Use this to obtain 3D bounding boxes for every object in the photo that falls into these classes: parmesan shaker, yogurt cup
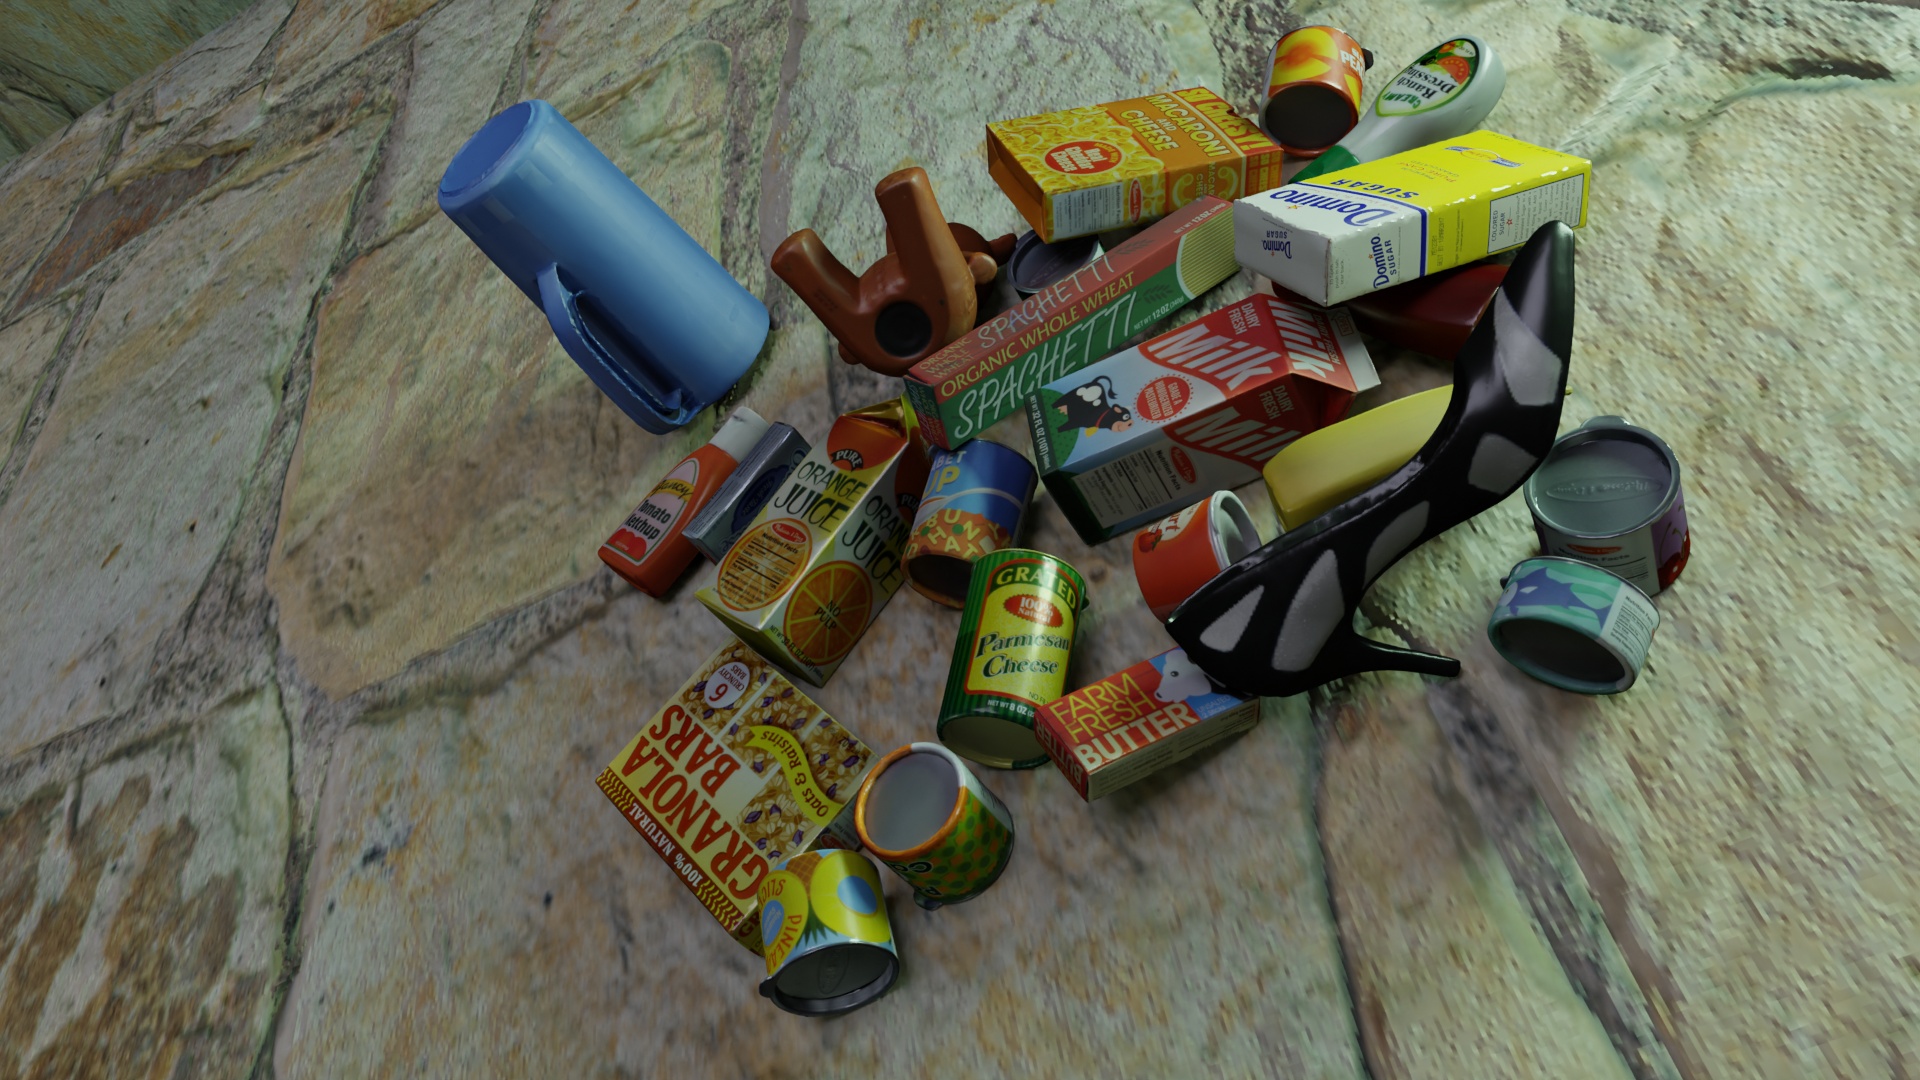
[{"bbox_3d":[0.031,0.066,0.761,0.071,0.071,0.103,-7,52,28],"label":"parmesan shaker"},{"bbox_3d":[0.128,0.013,0.744,0.054,0.072,0.073,-20,46,28],"label":"yogurt cup"}]

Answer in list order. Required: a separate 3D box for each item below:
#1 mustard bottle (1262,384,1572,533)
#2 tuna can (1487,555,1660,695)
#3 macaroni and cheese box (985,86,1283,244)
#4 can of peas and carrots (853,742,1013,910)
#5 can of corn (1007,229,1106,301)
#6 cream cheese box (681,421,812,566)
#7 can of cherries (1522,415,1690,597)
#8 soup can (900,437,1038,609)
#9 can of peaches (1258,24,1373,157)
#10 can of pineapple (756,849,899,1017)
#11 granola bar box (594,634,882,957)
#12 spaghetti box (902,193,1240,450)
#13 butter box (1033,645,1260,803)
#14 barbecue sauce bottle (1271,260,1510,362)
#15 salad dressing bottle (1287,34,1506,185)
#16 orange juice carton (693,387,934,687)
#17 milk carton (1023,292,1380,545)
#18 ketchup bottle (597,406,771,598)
[{"bbox_3d":[0.240,-0.047,0.724,0.160,0.065,0.049,-24,51,6],"label":"mustard bottle"},{"bbox_3d":[0.273,0.039,0.627,0.071,0.071,0.033,15,65,40],"label":"tuna can"},{"bbox_3d":[0.115,-0.258,0.941,0.167,0.040,0.124,-14,40,-11],"label":"macaroni and cheese box"},{"bbox_3d":[-0.015,0.149,0.724,0.071,0.058,0.071,-18,47,20],"label":"can of peas and carrots"},{"bbox_3d":[0.072,-0.173,0.937,0.071,0.058,0.071,-17,47,20],"label":"can of corn"},{"bbox_3d":[-0.138,-0.027,0.952,0.024,0.053,0.104,23,69,44],"label":"cream cheese box"},{"bbox_3d":[0.307,-0.014,0.655,0.071,0.058,0.072,-18,47,21],"label":"can of cherries"},{"bbox_3d":[0.003,-0.010,0.837,0.071,0.071,0.084,-3,53,31],"label":"soup can"},{"bbox_3d":[0.238,-0.301,0.931,0.071,0.071,0.058,-4,53,30],"label":"can of peaches"},{"bbox_3d":[-0.070,0.200,0.709,0.071,0.070,0.058,-29,44,9],"label":"can of pineapple"},{"bbox_3d":[-0.125,0.143,0.813,0.124,0.039,0.166,-48,45,-11],"label":"granola bar box"},{"bbox_3d":[0.075,-0.138,0.861,0.251,0.050,0.029,-33,41,-21],"label":"spaghetti box"},{"bbox_3d":[0.094,0.089,0.702,0.104,0.024,0.053,-21,41,-18],"label":"butter box"},{"bbox_3d":[0.251,-0.144,0.809,0.065,0.043,0.149,-41,42,-22],"label":"barbecue sauce bottle"},{"bbox_3d":[0.278,-0.261,0.889,0.148,0.044,0.064,-39,45,-1],"label":"salad dressing bottle"},{"bbox_3d":[-0.071,-0.010,0.883,0.073,0.071,0.193,23,69,42],"label":"orange juice carton"},{"bbox_3d":[0.140,-0.076,0.801,0.190,0.073,0.073,-22,46,15],"label":"milk carton"},{"bbox_3d":[-0.191,-0.030,0.996,0.065,0.043,0.149,24,69,43],"label":"ketchup bottle"}]
